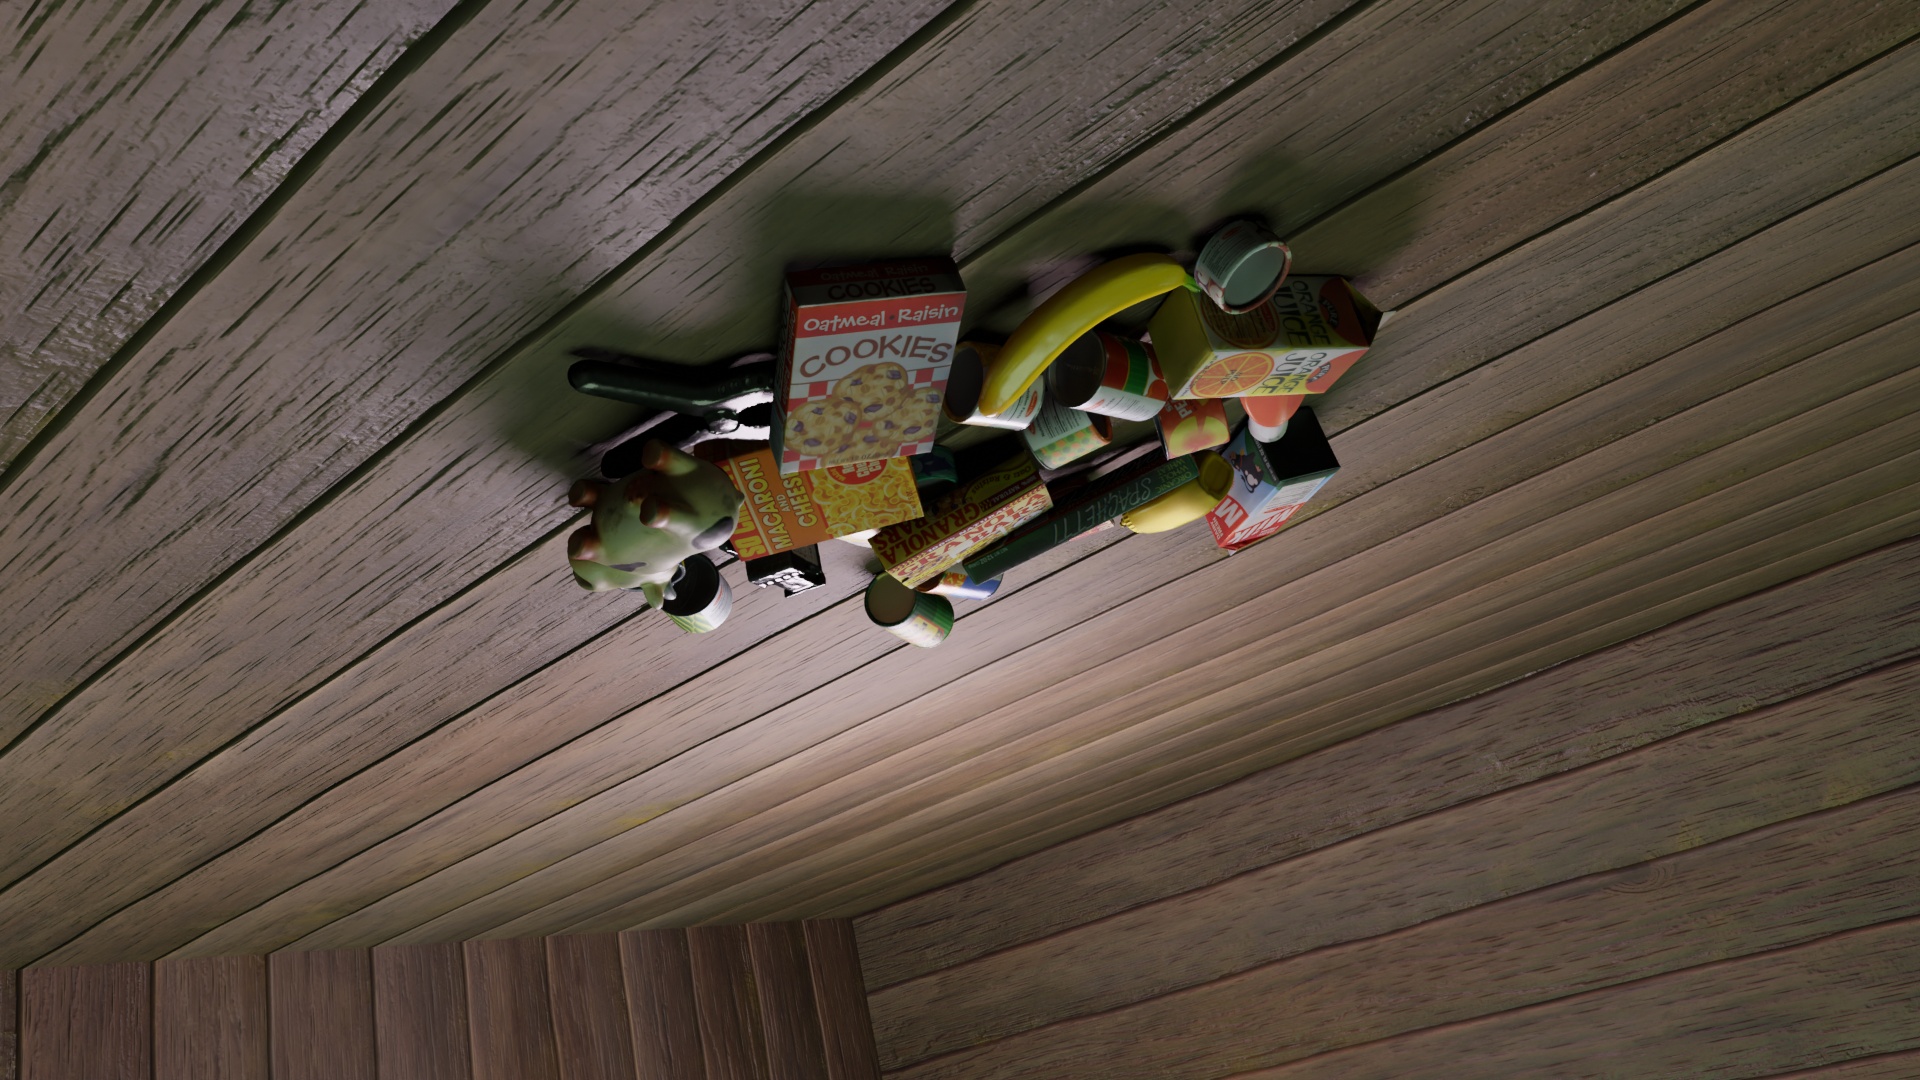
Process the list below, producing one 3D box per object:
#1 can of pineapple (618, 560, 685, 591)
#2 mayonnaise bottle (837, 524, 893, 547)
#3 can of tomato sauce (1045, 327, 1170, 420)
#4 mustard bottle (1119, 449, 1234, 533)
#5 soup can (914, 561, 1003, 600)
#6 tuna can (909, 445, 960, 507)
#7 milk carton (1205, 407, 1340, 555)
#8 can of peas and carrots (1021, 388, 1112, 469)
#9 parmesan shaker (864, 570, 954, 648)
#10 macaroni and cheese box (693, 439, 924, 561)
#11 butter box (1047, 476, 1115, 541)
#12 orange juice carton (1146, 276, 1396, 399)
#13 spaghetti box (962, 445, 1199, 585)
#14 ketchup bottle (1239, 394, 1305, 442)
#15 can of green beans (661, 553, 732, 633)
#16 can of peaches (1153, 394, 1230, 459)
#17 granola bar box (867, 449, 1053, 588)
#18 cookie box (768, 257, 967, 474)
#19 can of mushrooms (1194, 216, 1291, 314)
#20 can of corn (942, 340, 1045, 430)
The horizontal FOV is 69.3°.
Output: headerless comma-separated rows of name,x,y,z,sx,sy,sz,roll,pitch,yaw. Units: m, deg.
can of pineapple,-0.283,0.008,1.241,0.071,0.058,0.070,-12,158,-5
mayonnaise bottle,-0.114,-0.026,1.284,0.064,0.041,0.148,-32,152,35
can of tomato sauce,0.121,-0.137,1.128,0.083,0.071,0.071,6,150,-41
mustard bottle,0.208,-0.040,1.416,0.049,0.065,0.159,42,144,-13
soup can,-0.008,0.027,1.442,0.084,0.071,0.071,10,148,-44
tuna can,-0.033,-0.057,1.268,0.071,0.033,0.070,-11,158,-5
milk carton,0.300,-0.054,1.415,0.073,0.072,0.189,-13,158,-21
can of peas and carrots,0.091,-0.102,1.192,0.058,0.071,0.071,-25,156,24
parmesan shaker,-0.059,0.076,1.533,0.071,0.071,0.103,-20,157,16
macaroni and cheese box,-0.125,-0.052,1.166,0.166,0.040,0.123,-15,138,1
butter box,0.122,-0.031,1.435,0.053,0.024,0.103,-20,157,13
orange juice carton,0.257,-0.166,1.125,0.193,0.073,0.071,-5,156,-23
spaghetti box,0.116,-0.029,1.360,0.250,0.028,0.050,-27,-160,12
ketchup bottle,0.282,-0.134,1.257,0.065,0.043,0.148,-14,158,4
can of green beans,-0.260,0.051,1.350,0.071,0.071,0.057,-14,159,-1
can of peaches,0.202,-0.112,1.232,0.058,0.071,0.071,-16,158,5
granola bar box,0.005,-0.016,1.304,0.165,0.039,0.124,-30,168,2
cookie box,-0.071,-0.126,1.012,0.123,0.040,0.166,-10,143,-20
can of mushrooms,0.211,-0.203,1.033,0.071,0.033,0.070,-24,145,-18
can of corn,0.023,-0.124,1.101,0.058,0.071,0.071,4,152,-35
